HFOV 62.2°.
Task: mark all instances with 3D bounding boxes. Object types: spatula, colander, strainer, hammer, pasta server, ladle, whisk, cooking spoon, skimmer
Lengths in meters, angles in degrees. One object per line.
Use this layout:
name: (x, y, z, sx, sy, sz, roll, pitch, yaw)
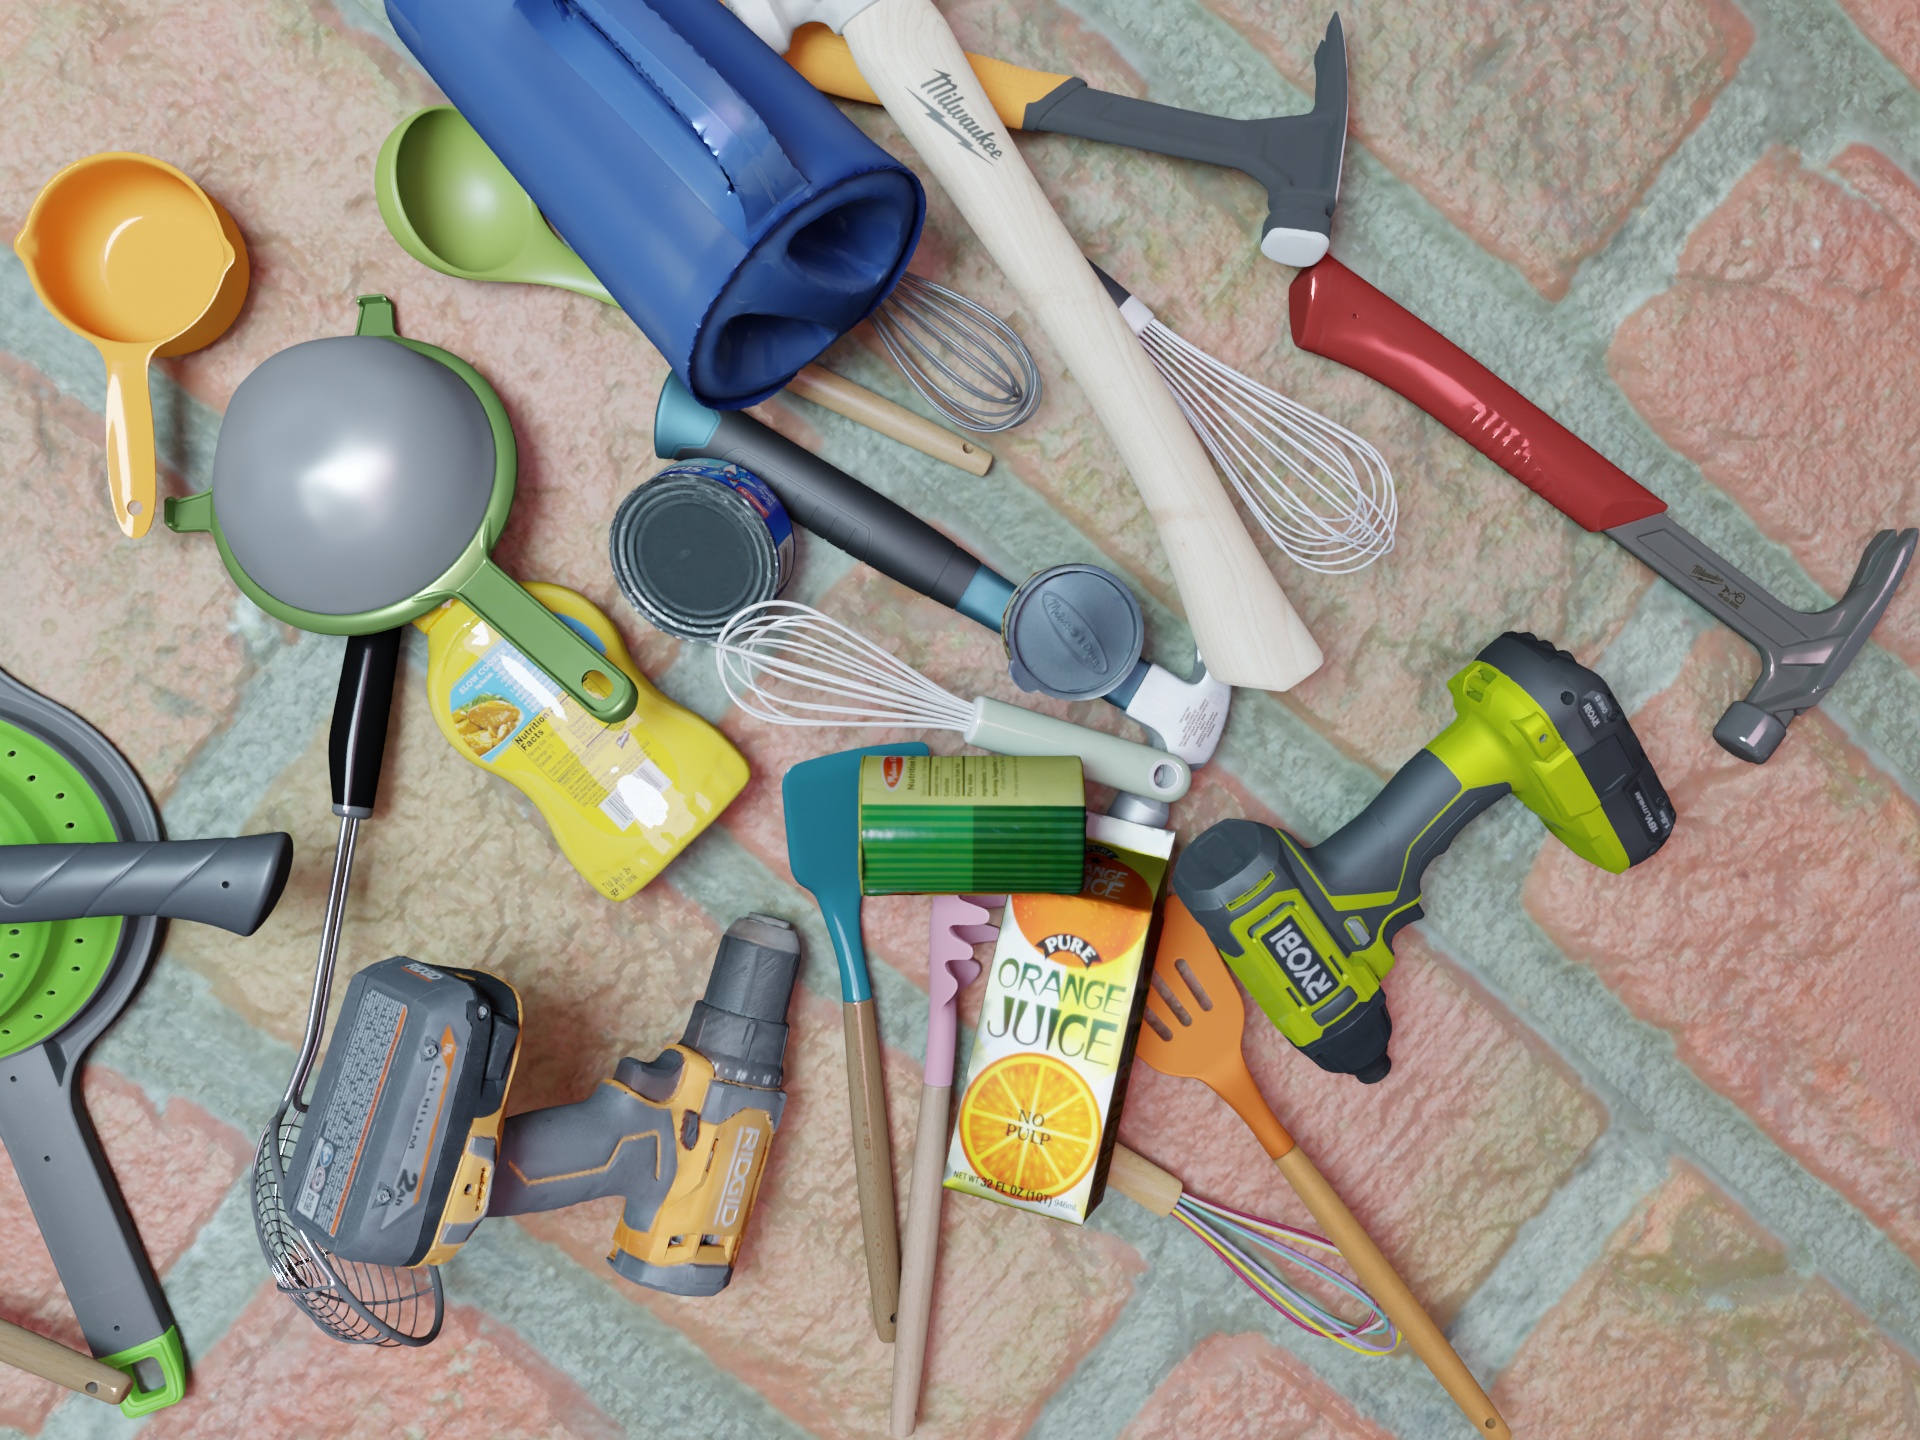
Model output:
spatula: (-0.046, 0.169, 0.810, 0.082, 0.044, 0.317, -9, 98, -33)
colander: (-0.460, 0.159, 0.740, 0.204, 0.094, 0.397, -19, 96, -4)
strainer: (-0.246, -0.087, 0.713, 0.256, 0.069, 0.151, 39, 83, 15)
hammer: (0.326, -0.134, 0.831, 0.359, 0.037, 0.149, 34, 90, -8)
pasta server: (-0.007, 0.213, 0.814, 0.040, 0.060, 0.316, 7, 94, 16)
ladle: (-0.126, -0.197, 0.770, 0.320, 0.062, 0.078, 24, 66, -10)
whisk: (-0.058, -0.225, 0.782, 0.239, 0.055, 0.055, 39, 89, -2)
whisk: (-0.001, -0.002, 0.771, 0.246, 0.059, 0.058, 17, 88, -12)
whisk: (0.130, 0.262, 0.841, 0.245, 0.051, 0.047, 32, 70, -3)
whisk: (0.109, -0.178, 0.795, 0.284, 0.070, 0.070, 41, 89, -2)
cooking spoon: (-0.543, 0.260, 0.759, 0.319, 0.017, 0.069, 22, 94, 1)
hammer: (-0.009, -0.074, 0.801, 0.331, 0.033, 0.128, 30, 91, -7)
spatula: (0.179, 0.238, 0.820, 0.081, 0.041, 0.322, -37, 90, -3)
hammer: (-0.492, 0.067, 0.665, 0.409, 0.036, 0.149, -1, 92, -6)
skimmer: (-0.271, 0.107, 0.761, 0.090, 0.127, 0.363, 6, 84, -2)
hammer: (0.023, -0.313, 0.778, 0.337, 0.034, 0.127, 10, 75, -3)
hammer: (0.060, -0.198, 0.742, 0.146, 0.038, 0.410, -32, 95, 2)

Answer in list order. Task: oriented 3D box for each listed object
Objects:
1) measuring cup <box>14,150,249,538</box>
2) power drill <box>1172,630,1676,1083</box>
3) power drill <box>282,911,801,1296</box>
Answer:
measuring cup: (-0.381, -0.172, 0.747, 0.095, 0.052, 0.173, 1, 96, -6)
power drill: (0.239, 0.075, 0.811, 0.223, 0.080, 0.171, -38, 115, 1)
power drill: (-0.170, 0.165, 0.733, 0.226, 0.084, 0.185, 24, 79, -46)
